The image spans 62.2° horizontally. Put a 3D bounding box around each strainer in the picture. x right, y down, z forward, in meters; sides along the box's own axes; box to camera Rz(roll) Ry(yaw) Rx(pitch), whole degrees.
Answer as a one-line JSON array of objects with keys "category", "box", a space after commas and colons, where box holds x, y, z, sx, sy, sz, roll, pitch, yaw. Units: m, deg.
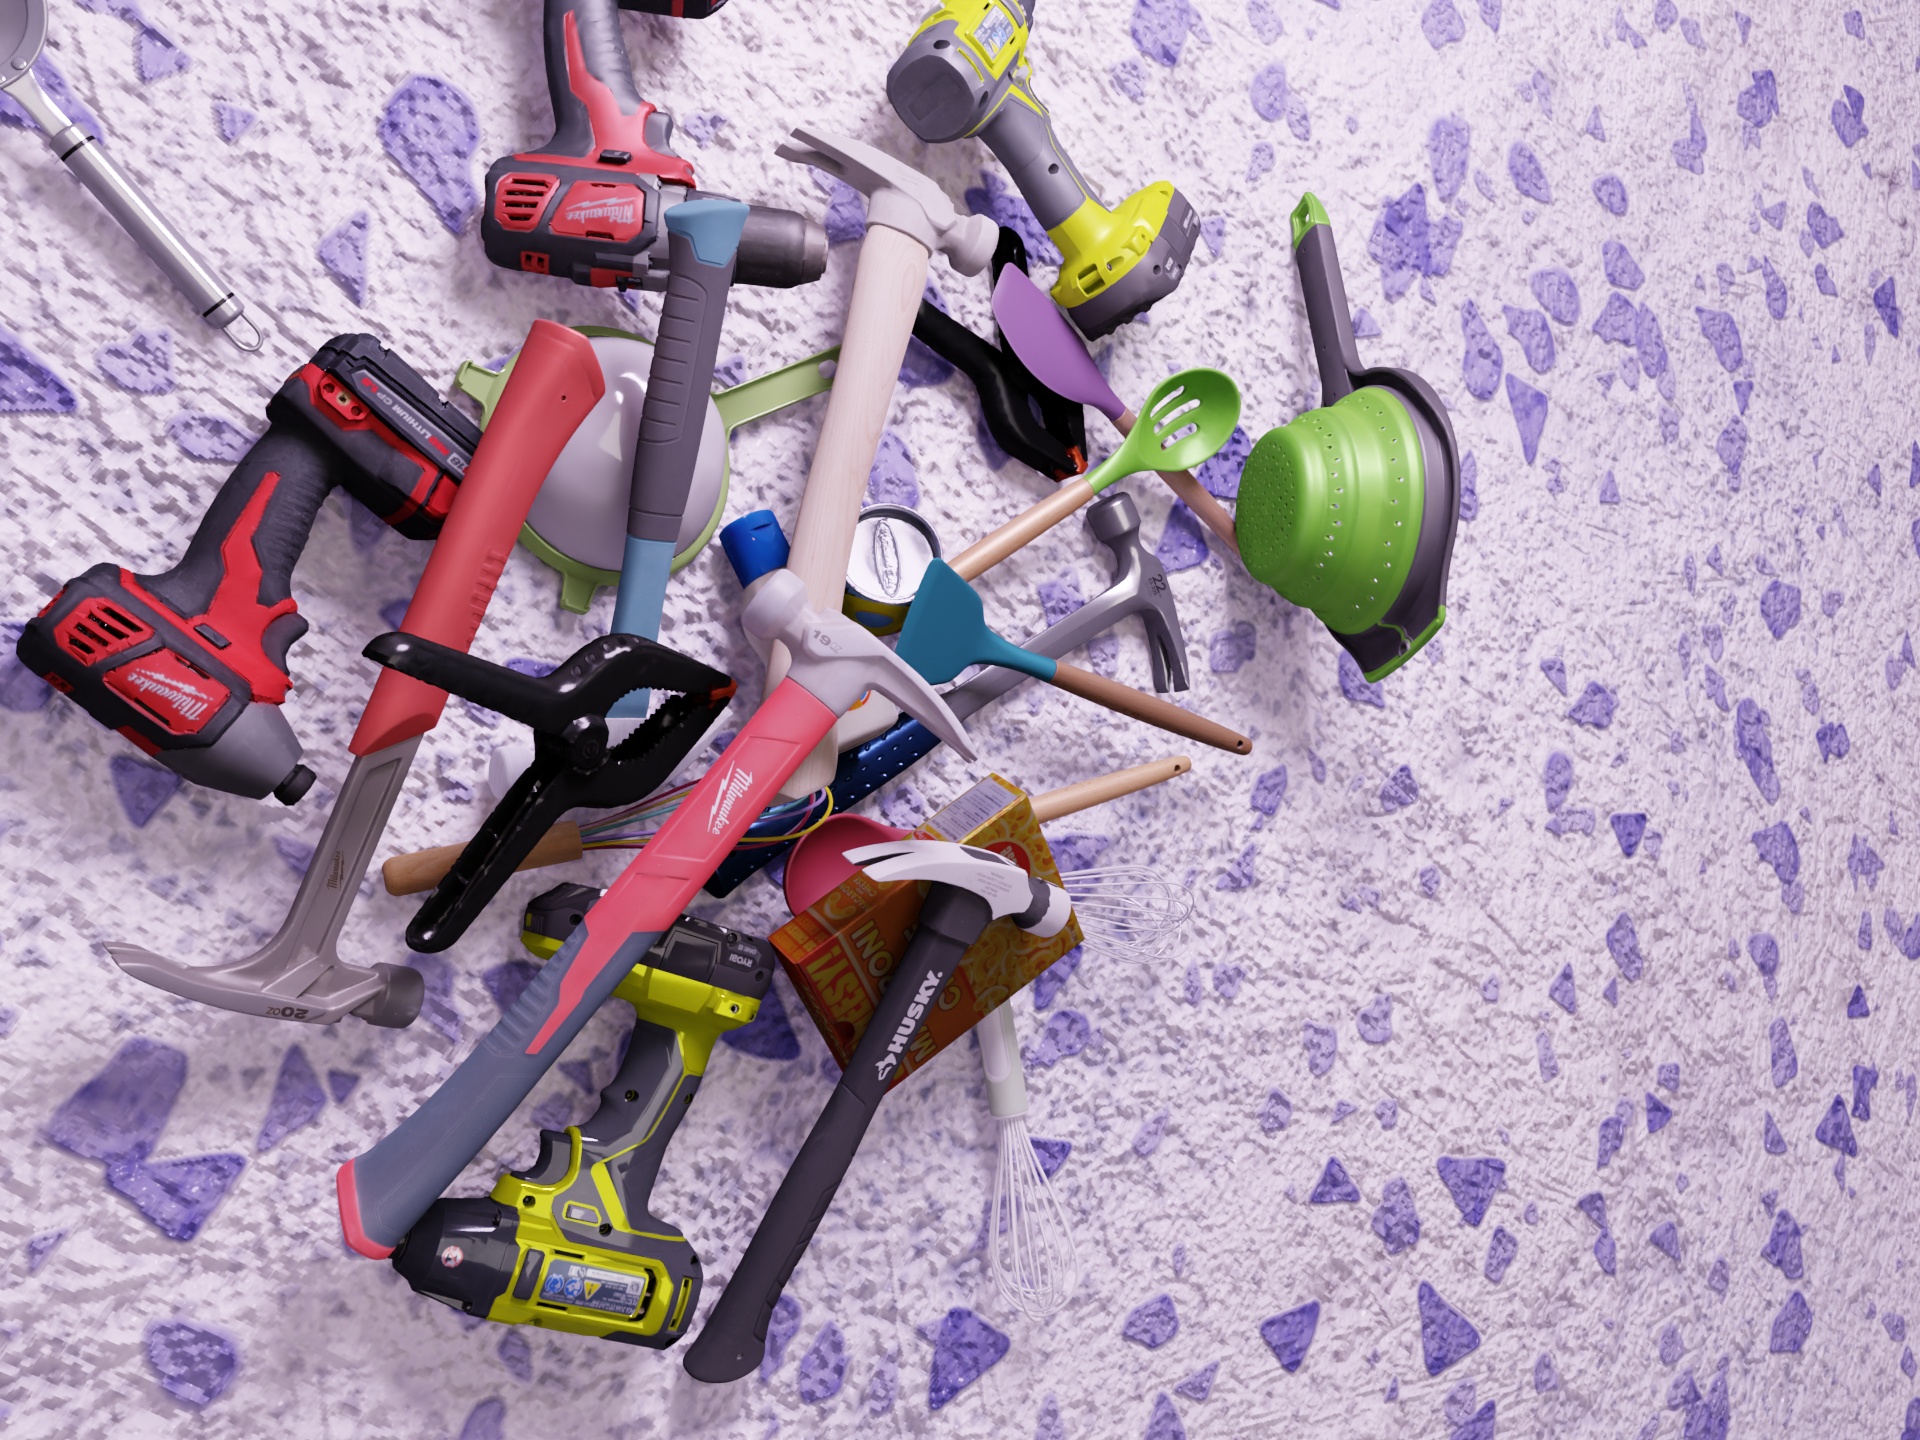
[{"category": "strainer", "box": [-0.430, -0.280, 0.755, 0.087, 0.050, 0.258, -48, 117, -21]}, {"category": "strainer", "box": [-0.147, -0.176, 0.917, 0.256, 0.069, 0.151, -30, 102, -31]}]

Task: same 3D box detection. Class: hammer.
[{"category": "hammer", "box": [-0.164, -0.112, 0.851, 0.128, 0.033, 0.331, 2, 108, -38]}, {"category": "hammer", "box": [-0.067, 0.220, 0.889, 0.146, 0.035, 0.335, 26, 93, -40]}, {"category": "hammer", "box": [-0.076, -0.151, 0.917, 0.146, 0.038, 0.411, 21, 67, -26]}, {"category": "hammer", "box": [-0.002, -0.003, 1.021, 0.405, 0.035, 0.144, -33, 104, -32]}, {"category": "hammer", "box": [-0.157, 0.113, 0.798, 0.143, 0.038, 0.386, 39, 79, -2]}, {"category": "hammer", "box": [-0.269, -0.028, 0.768, 0.149, 0.037, 0.359, 25, 86, -44]}]

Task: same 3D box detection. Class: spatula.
[{"category": "spatula", "box": [0.124, -0.197, 1.110, 0.315, 0.018, 0.060, 38, 57, -34]}, {"category": "spatula", "box": [0.083, -0.021, 1.031, 0.317, 0.044, 0.082, 19, 92, -33]}]

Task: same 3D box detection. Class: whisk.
[{"category": "whisk", "box": [0.033, 0.113, 1.027, 0.284, 0.070, 0.070, 11, 80, -28]}, {"category": "whisk", "box": [0.032, 0.259, 1.017, 0.059, 0.058, 0.246, 0, 80, -69]}, {"category": "whisk", "box": [-0.185, 0.062, 0.865, 0.245, 0.051, 0.047, -11, 76, -22]}]

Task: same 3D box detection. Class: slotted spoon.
[{"category": "slotted spoon", "box": [0.063, -0.143, 1.054, 0.314, 0.031, 0.070, -35, 123, -19]}]

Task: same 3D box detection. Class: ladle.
[{"category": "ladle", "box": [0.023, 0.063, 0.991, 0.315, 0.031, 0.069, -15, 105, -31]}]

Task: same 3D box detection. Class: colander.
[{"category": "colander", "box": [0.250, -0.224, 1.157, 0.094, 0.204, 0.397, 2, 66, -16]}]

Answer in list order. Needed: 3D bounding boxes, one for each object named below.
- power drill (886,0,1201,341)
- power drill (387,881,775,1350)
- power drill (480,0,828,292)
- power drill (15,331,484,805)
[{"category": "power drill", "box": [0.060, -0.387, 1.059, 0.228, 0.080, 0.191, 47, 41, -22]}, {"category": "power drill", "box": [-0.199, 0.206, 0.846, 0.171, 0.080, 0.223, 22, 76, -26]}, {"category": "power drill", "box": [-0.162, -0.349, 0.888, 0.188, 0.080, 0.227, 4, 84, -9]}, {"category": "power drill", "box": [-0.328, -0.071, 0.785, 0.143, 0.078, 0.220, 44, 67, -23]}]
